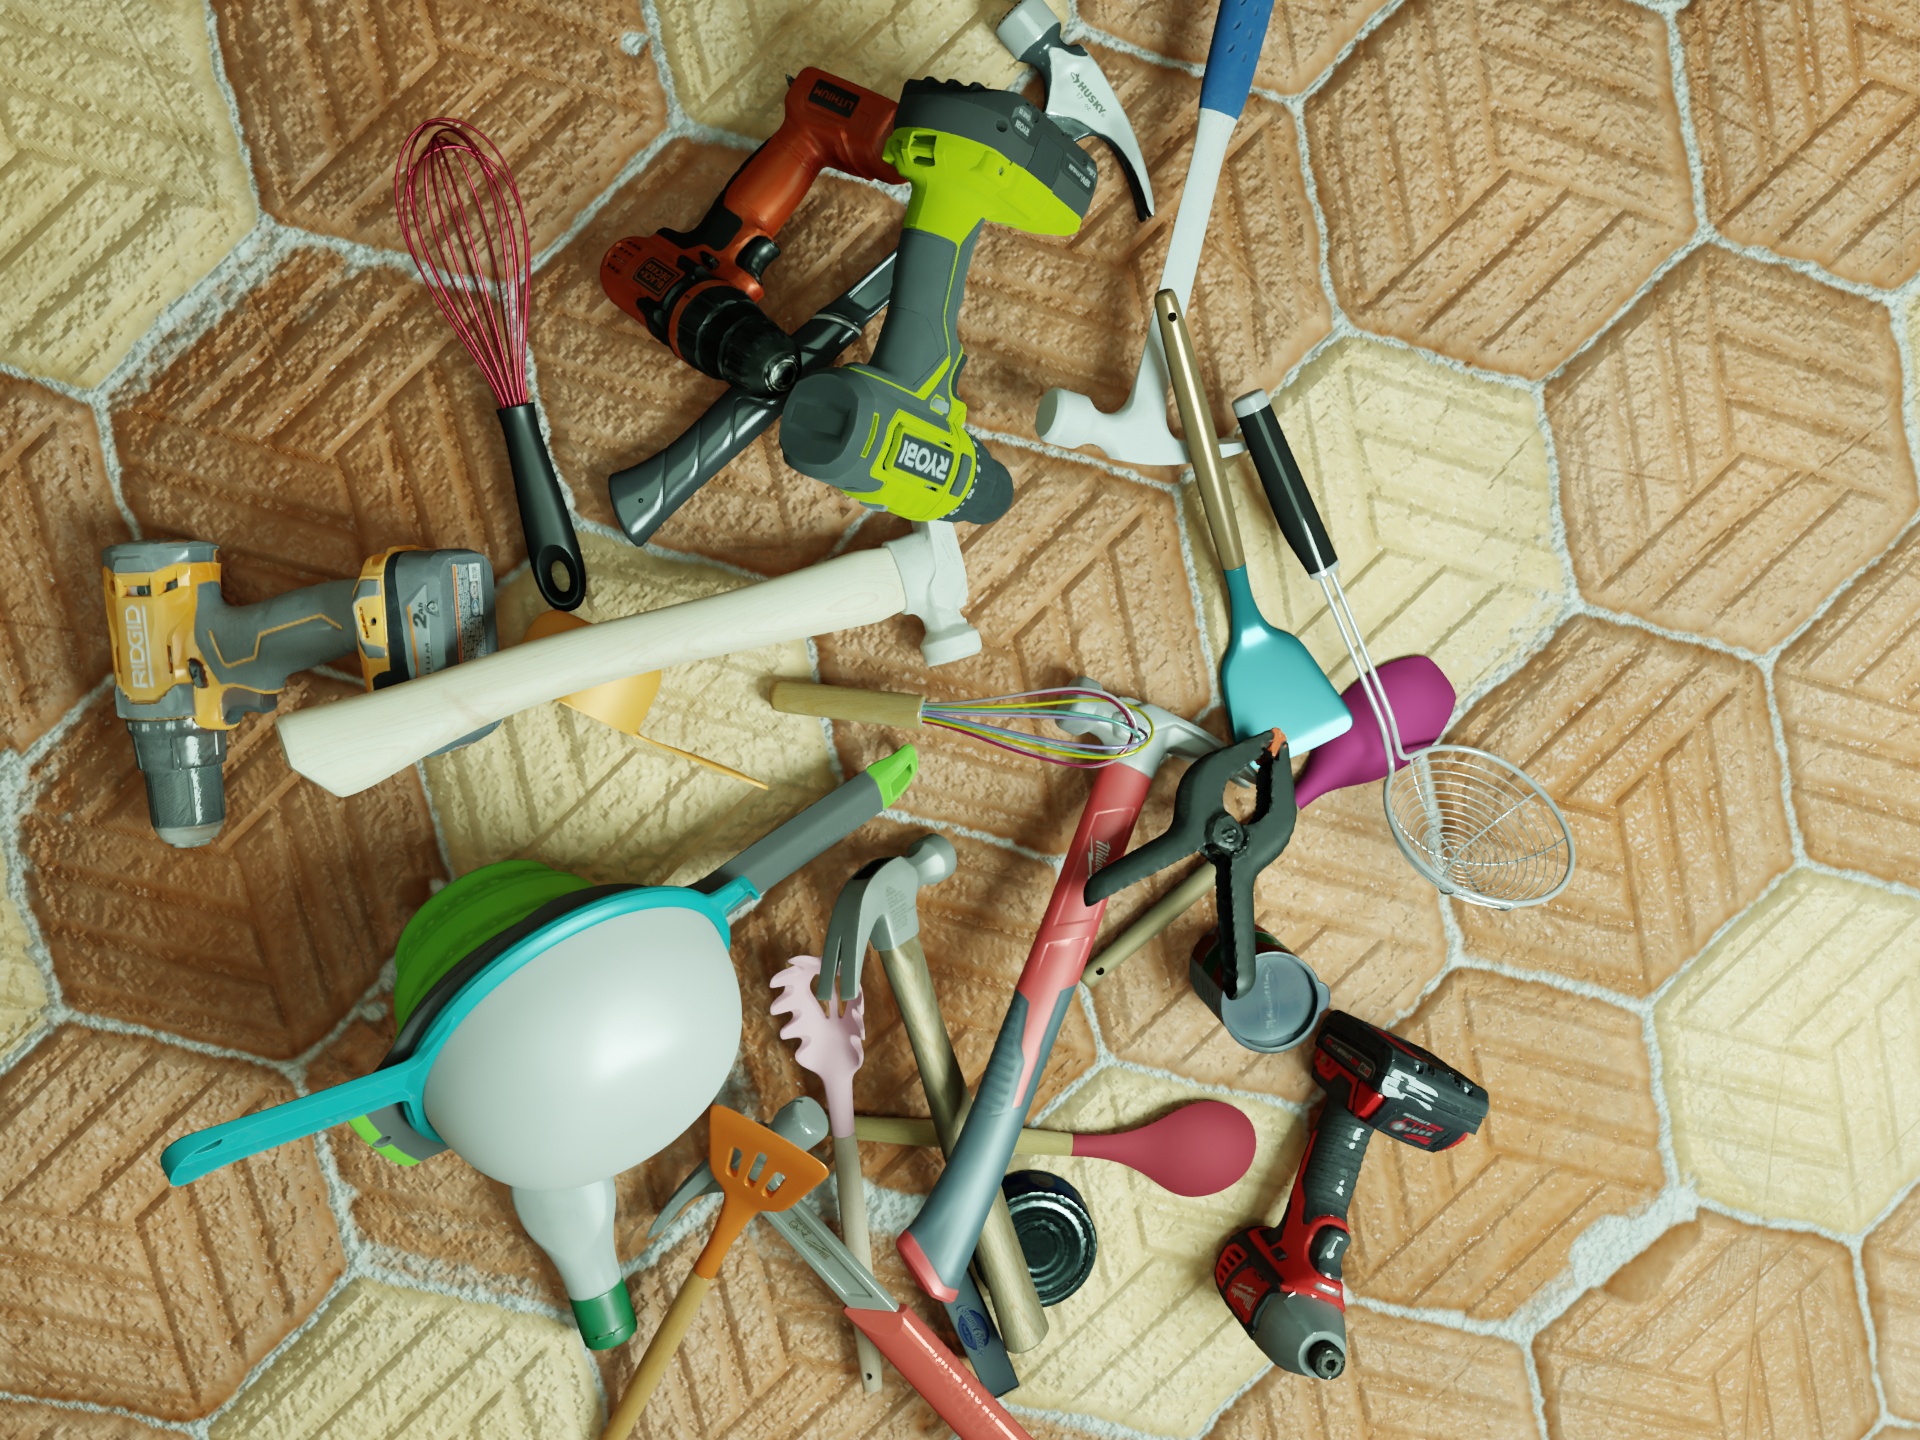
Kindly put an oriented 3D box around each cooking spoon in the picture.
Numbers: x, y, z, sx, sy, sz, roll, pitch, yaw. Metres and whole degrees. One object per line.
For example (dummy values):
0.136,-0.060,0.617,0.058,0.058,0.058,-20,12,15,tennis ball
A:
0.203,0.072,1.061,0.319,0.017,0.068,-40,99,-1,cooking spoon

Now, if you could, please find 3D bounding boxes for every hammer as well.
-0.058,-0.254,0.984,0.409,0.036,0.149,-42,101,1,hammer
-0.182,-0.055,0.919,0.410,0.038,0.146,-19,96,-26,hammer
-0.007,0.247,1.007,0.031,0.130,0.331,-12,99,38,hammer
0.067,0.172,0.989,0.143,0.038,0.386,25,75,-11,hammer
-0.037,0.411,1.027,0.149,0.037,0.359,-41,93,21,hammer
0.158,-0.354,0.966,0.144,0.035,0.405,10,99,-25,hammer

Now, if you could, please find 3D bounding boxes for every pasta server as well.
-0.076,0.297,1.034,0.060,0.040,0.316,-2,101,14,pasta server

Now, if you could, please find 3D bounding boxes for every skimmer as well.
0.275,-0.046,0.996,0.127,0.090,0.363,-36,106,-36,skimmer

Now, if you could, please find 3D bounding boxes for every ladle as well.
0.049,0.281,1.069,0.315,0.031,0.069,6,97,-5,ladle

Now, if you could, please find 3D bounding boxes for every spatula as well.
-0.176,0.371,1.009,0.081,0.041,0.322,29,110,4,spatula
0.171,-0.117,0.996,0.082,0.044,0.317,-22,119,-1,spatula

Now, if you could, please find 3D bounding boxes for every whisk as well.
-0.274,-0.208,0.957,0.073,0.073,0.295,-13,105,-4,whisk
-0.001,-0.004,0.990,0.245,0.051,0.047,6,72,14,whisk

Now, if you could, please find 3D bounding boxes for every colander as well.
-0.206,0.108,0.984,0.397,0.204,0.095,-34,61,-17,colander

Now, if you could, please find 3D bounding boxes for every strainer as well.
-0.245,0.211,0.869,0.095,0.340,0.211,46,126,26,strainer

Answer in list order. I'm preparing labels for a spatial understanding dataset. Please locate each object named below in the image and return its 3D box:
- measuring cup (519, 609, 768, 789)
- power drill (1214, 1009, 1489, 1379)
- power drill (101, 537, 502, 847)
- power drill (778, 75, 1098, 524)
-0.188,-0.014,0.969,0.173,0.095,0.052,24,85,-5,measuring cup
0.248,0.314,1.036,0.078,0.143,0.219,25,92,-11,power drill
-0.392,-0.017,0.941,0.226,0.084,0.185,0,98,9,power drill
-0.002,-0.225,0.910,0.080,0.190,0.228,21,96,31,power drill
